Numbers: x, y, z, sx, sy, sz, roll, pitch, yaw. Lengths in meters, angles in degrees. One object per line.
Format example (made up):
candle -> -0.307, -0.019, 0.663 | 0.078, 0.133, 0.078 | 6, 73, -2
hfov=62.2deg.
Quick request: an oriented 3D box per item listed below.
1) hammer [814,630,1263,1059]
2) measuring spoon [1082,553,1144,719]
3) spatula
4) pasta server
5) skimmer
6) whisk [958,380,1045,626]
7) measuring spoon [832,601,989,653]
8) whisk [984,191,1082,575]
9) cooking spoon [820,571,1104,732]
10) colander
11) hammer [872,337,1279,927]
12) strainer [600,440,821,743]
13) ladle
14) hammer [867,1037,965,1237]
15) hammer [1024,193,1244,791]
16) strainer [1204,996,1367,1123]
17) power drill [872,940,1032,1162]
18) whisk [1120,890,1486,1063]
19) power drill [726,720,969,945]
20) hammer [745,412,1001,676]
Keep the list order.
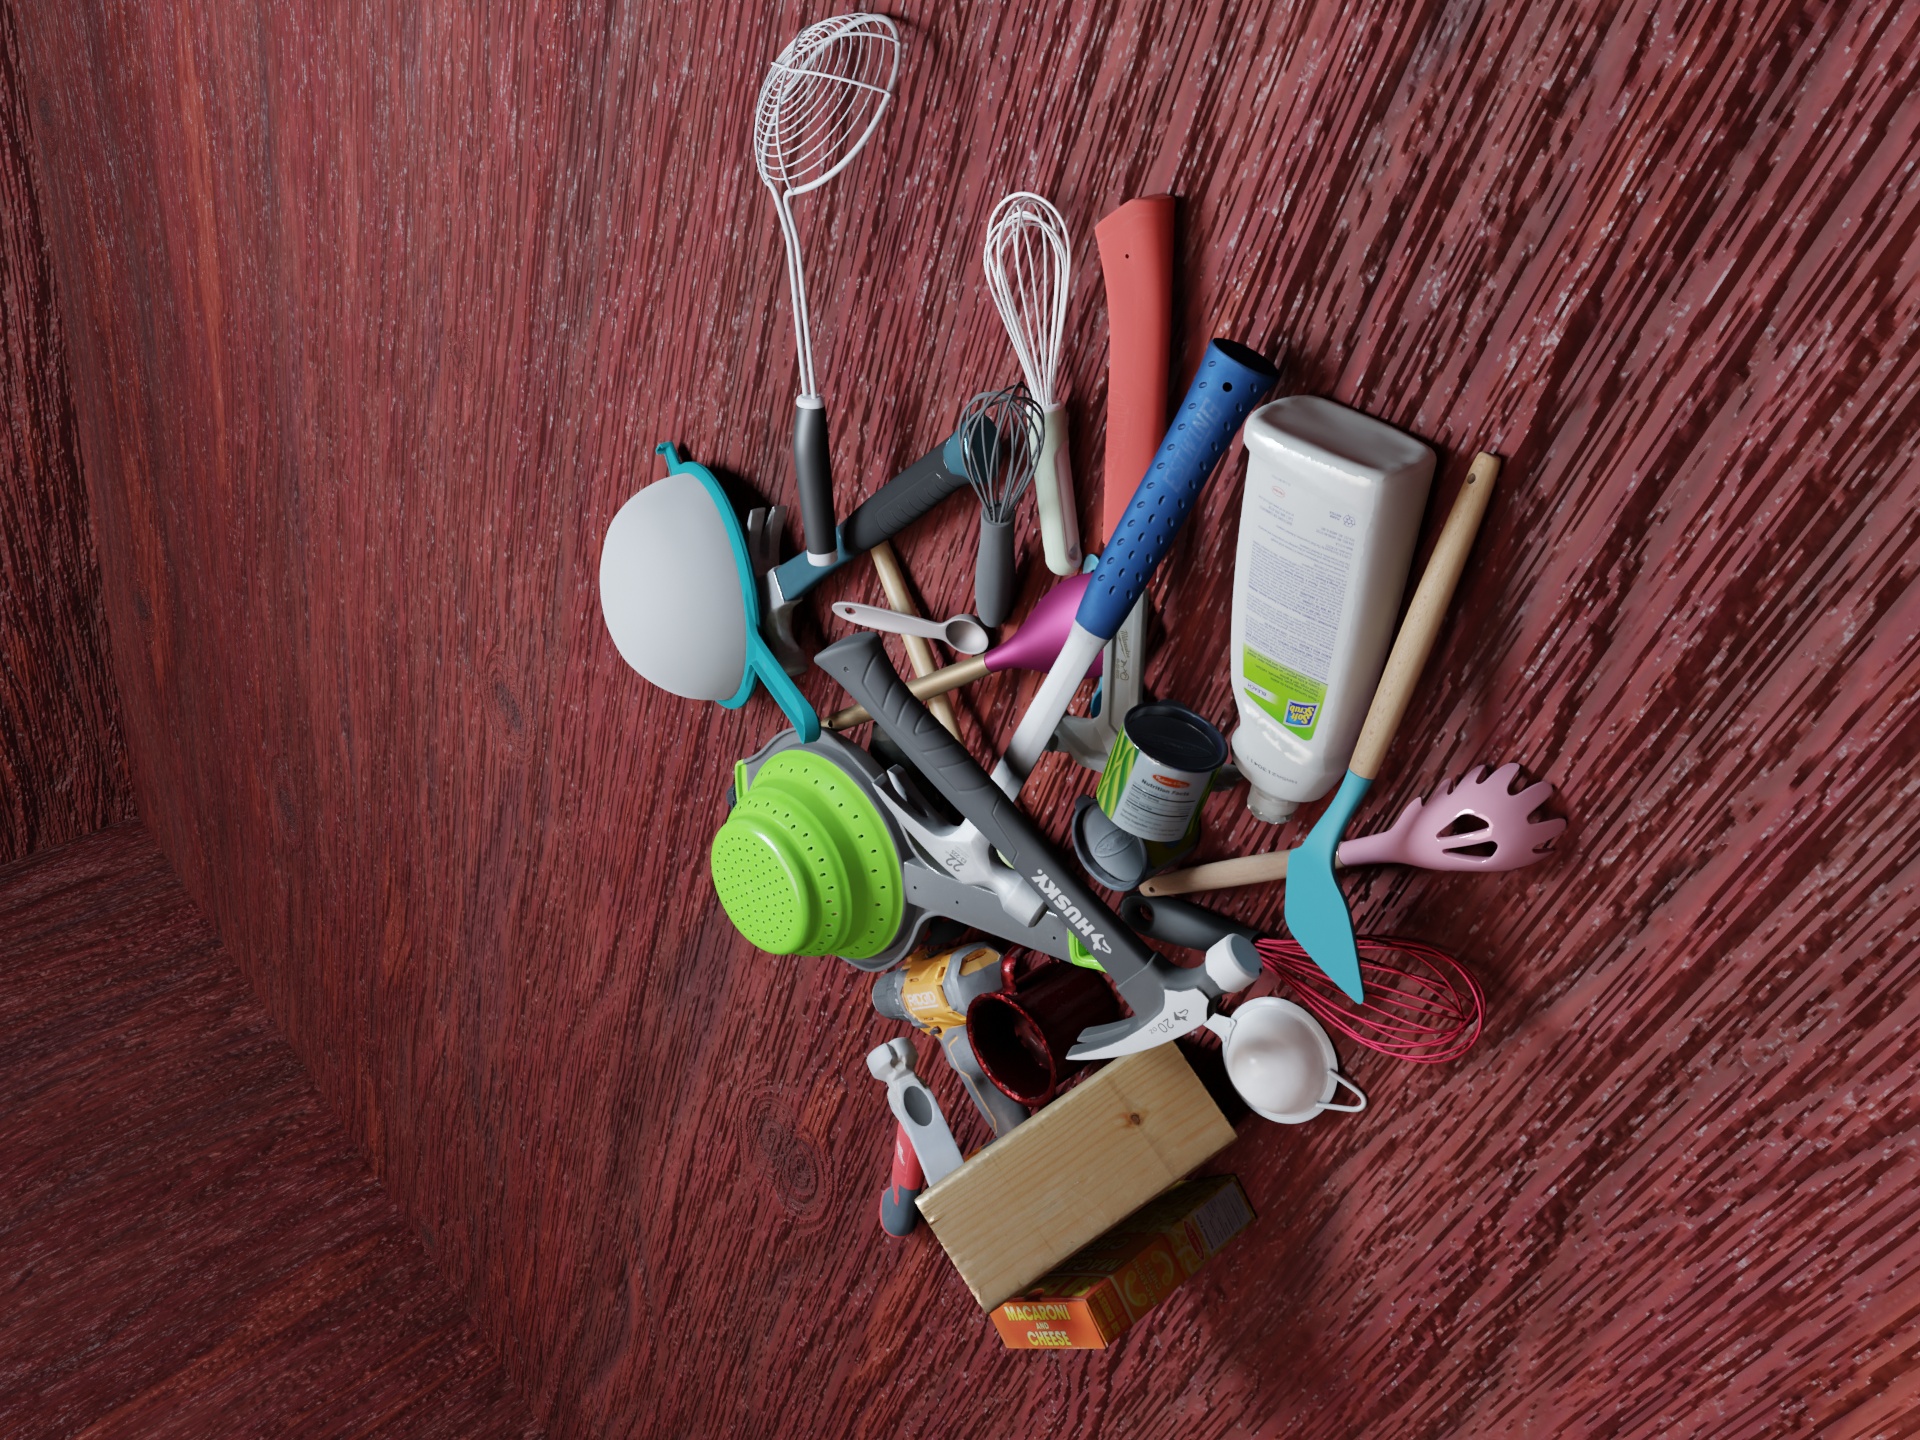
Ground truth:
hammer -> 0.028, 0.074, 1.013 | 0.335, 0.035, 0.146 | 47, 124, 1
measuring spoon -> 0.102, -0.048, 1.058 | 0.042, 0.021, 0.128 | -5, 97, 43
spatula -> 0.237, 0.006, 0.874 | 0.082, 0.044, 0.317 | 52, 131, 55
pasta server -> 0.220, 0.082, 0.972 | 0.316, 0.040, 0.060 | -19, 95, 54
skimmer -> -0.082, -0.283, 1.086 | 0.127, 0.090, 0.363 | 35, 137, 48
whisk -> 0.025, -0.131, 1.031 | 0.055, 0.055, 0.238 | 46, 158, 23
measuring spoon -> -0.035, -0.075, 1.164 | 0.124, 0.018, 0.034 | 13, 139, 17
whisk -> 0.053, -0.206, 1.001 | 0.059, 0.058, 0.246 | 10, 122, 33
cooking spoon -> 0.004, -0.034, 1.128 | 0.319, 0.017, 0.069 | -20, 85, 44
colander -> -0.065, 0.129, 1.174 | 0.397, 0.094, 0.204 | 15, 118, 41
hammer -> 0.072, -0.052, 0.977 | 0.144, 0.035, 0.405 | 35, 124, 11
strainer -> -0.217, -0.071, 1.281 | 0.341, 0.095, 0.210 | 49, 143, 46
ladle -> -0.002, -0.004, 1.189 | 0.078, 0.062, 0.320 | -28, 81, 51
hammer -> -0.037, 0.394, 1.339 | 0.386, 0.038, 0.143 | 97, 149, -60
hammer -> 0.113, -0.130, 0.965 | 0.149, 0.037, 0.358 | 13, 117, 25
strainer -> 0.162, 0.203, 1.103 | 0.259, 0.050, 0.086 | 31, 115, 40
power drill -> 0.007, 0.295, 1.305 | 0.185, 0.084, 0.226 | -24, 86, 59
whisk -> 0.204, 0.151, 1.012 | 0.296, 0.073, 0.073 | 13, 119, 52
power drill -> -0.091, 0.080, 1.304 | 0.227, 0.080, 0.187 | 5, 114, 45
hammer -> -0.073, -0.138, 1.169 | 0.331, 0.033, 0.128 | -26, 81, 52
